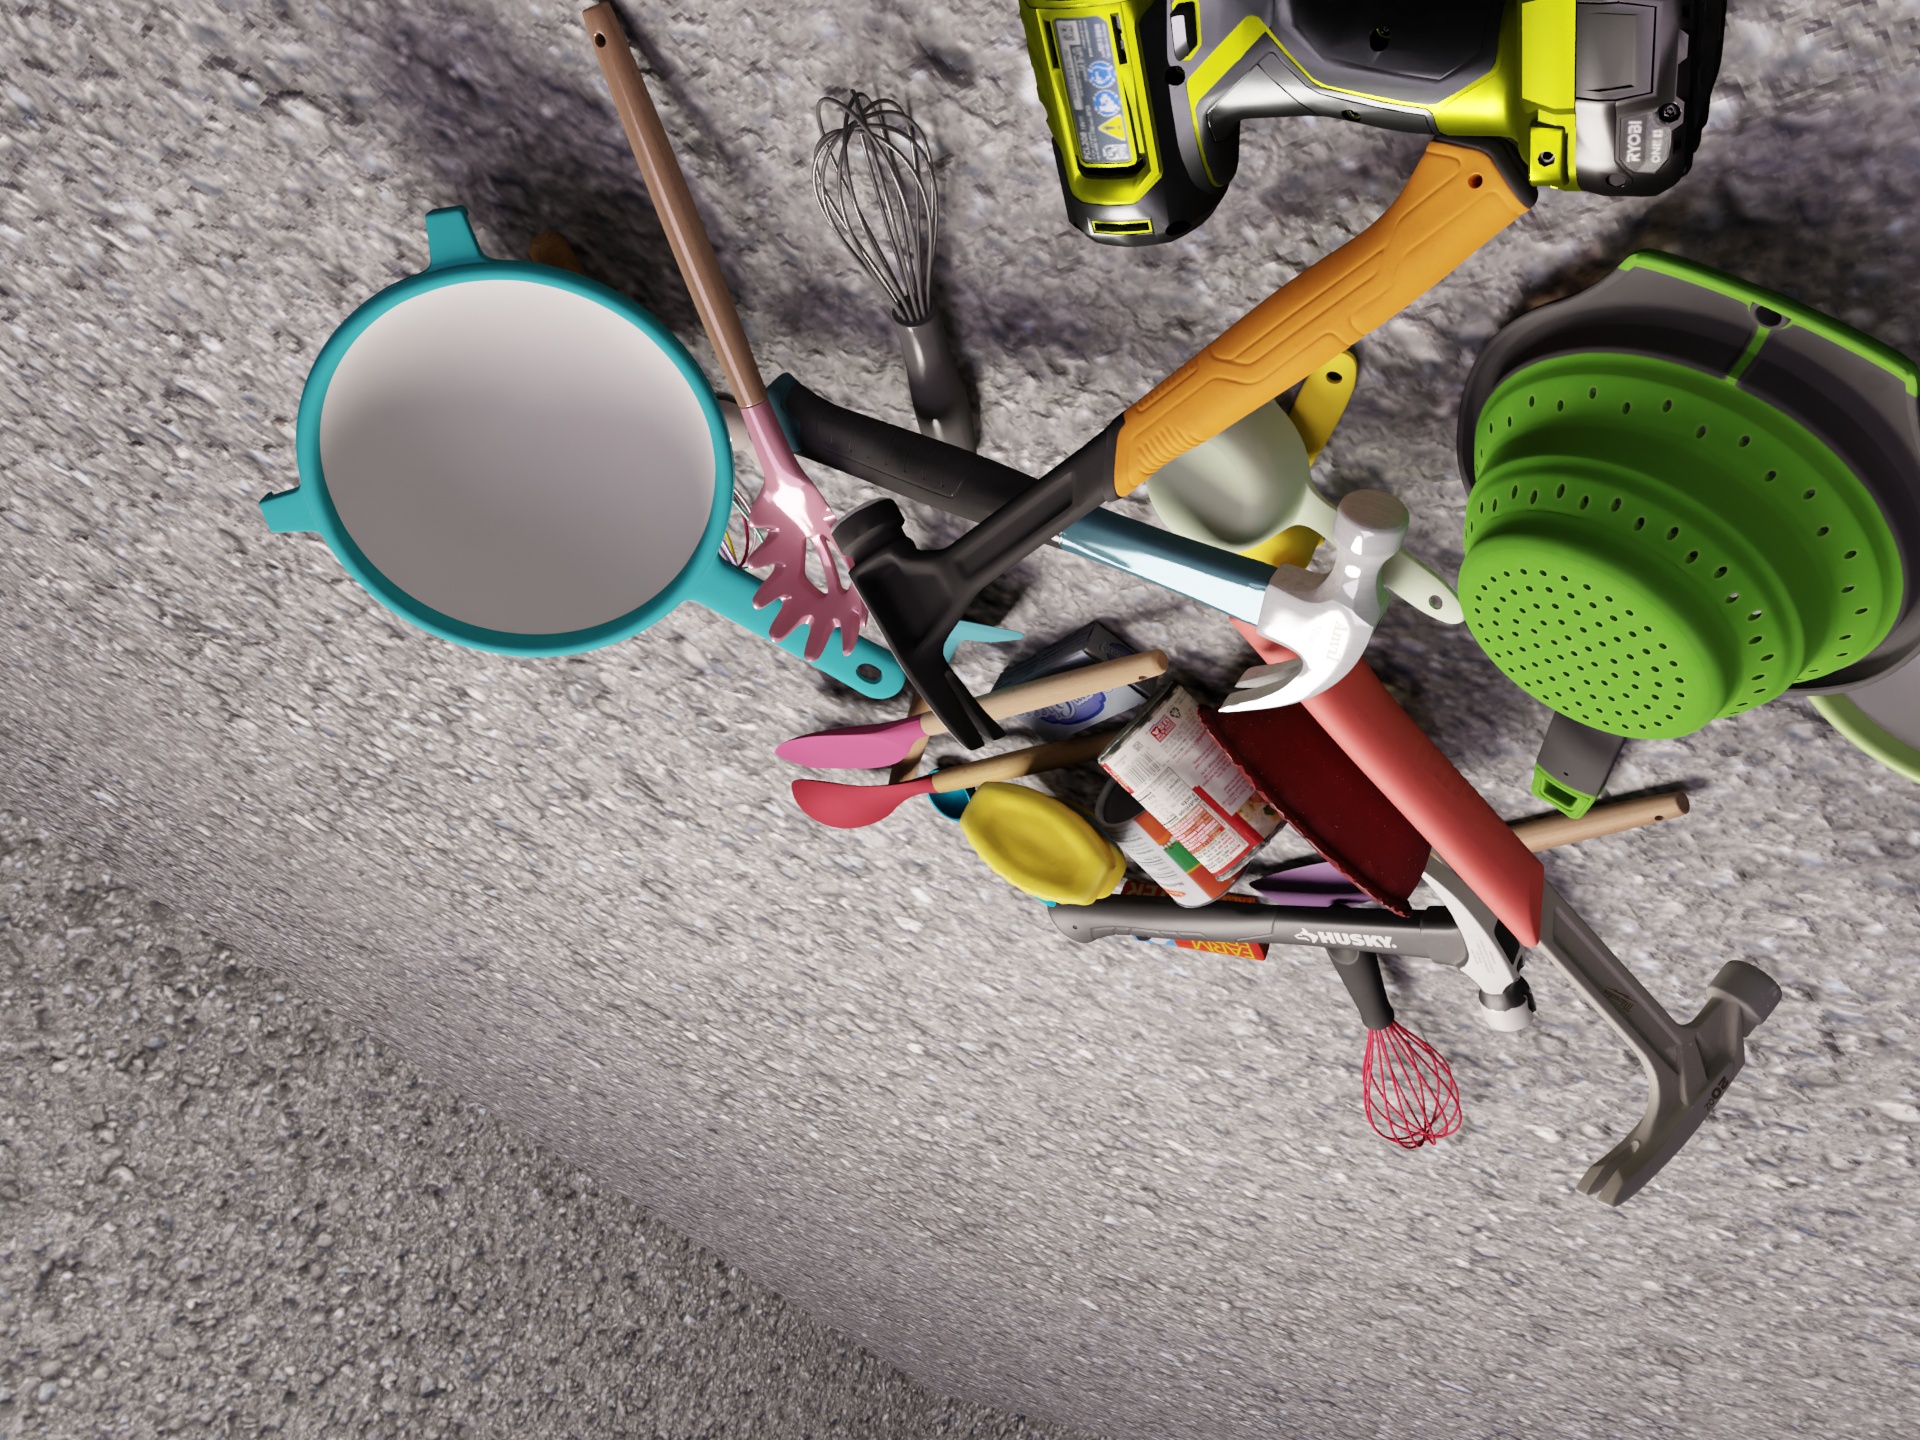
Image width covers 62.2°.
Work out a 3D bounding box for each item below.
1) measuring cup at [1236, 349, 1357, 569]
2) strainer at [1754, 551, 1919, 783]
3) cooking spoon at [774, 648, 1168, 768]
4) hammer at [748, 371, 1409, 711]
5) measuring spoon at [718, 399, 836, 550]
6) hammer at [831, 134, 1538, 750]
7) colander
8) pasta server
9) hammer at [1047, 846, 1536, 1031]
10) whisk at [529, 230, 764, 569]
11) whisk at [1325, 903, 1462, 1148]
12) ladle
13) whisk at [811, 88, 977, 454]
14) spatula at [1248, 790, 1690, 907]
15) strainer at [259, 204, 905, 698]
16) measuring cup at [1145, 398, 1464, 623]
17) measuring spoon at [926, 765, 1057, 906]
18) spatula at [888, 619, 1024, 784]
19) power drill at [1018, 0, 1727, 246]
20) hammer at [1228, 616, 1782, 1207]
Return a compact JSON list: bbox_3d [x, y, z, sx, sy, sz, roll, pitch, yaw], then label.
[{"bbox_3d":[0.154,-0.114,0.751,0.062,0.029,0.156,22,151,5],"label":"measuring cup"},{"bbox_3d":[0.459,-0.002,0.628,0.256,0.069,0.151,38,163,10],"label":"strainer"},{"bbox_3d":[-0.002,-0.003,0.985,0.319,0.017,0.068,-14,152,43],"label":"cooking spoon"},{"bbox_3d":[0.040,-0.099,0.753,0.331,0.033,0.128,23,138,20],"label":"hammer"},{"bbox_3d":[-0.107,-0.135,0.916,0.034,0.018,0.124,-6,139,41],"label":"measuring spoon"},{"bbox_3d":[0.089,-0.117,0.663,0.337,0.034,0.127,-34,82,32],"label":"hammer"},{"bbox_3d":[0.279,-0.022,0.699,0.205,0.094,0.396,34,163,24],"label":"colander"},{"bbox_3d":[-0.110,-0.173,0.752,0.060,0.040,0.316,-8,119,23],"label":"pasta server"},{"bbox_3d":[0.197,0.130,1.052,0.335,0.035,0.146,-2,128,40],"label":"hammer"},{"bbox_3d":[-0.173,-0.165,0.895,0.051,0.047,0.244,7,142,30],"label":"whisk"},{"bbox_3d":[0.305,0.223,1.143,0.073,0.073,0.295,2,139,33],"label":"whisk"},{"bbox_3d":[0.006,0.036,1.067,0.315,0.031,0.069,-14,148,36],"label":"ladle"},{"bbox_3d":[-0.024,-0.192,0.745,0.055,0.055,0.238,13,152,19],"label":"whisk"},{"bbox_3d":[0.299,0.083,0.969,0.059,0.018,0.316,29,152,-23],"label":"spatula"},{"bbox_3d":[-0.173,-0.116,0.849,0.340,0.095,0.211,30,114,-25],"label":"strainer"},{"bbox_3d":[0.152,-0.087,0.720,0.168,0.038,0.083,40,141,25],"label":"measuring cup"},{"bbox_3d":[0.027,0.079,1.120,0.128,0.021,0.042,46,141,5],"label":"measuring spoon"},{"bbox_3d":[-0.026,-0.003,1.040,0.082,0.044,0.317,10,152,-5],"label":"spatula"},{"bbox_3d":[0.120,-0.251,0.515,0.228,0.080,0.190,10,139,28],"label":"power drill"},{"bbox_3d":[0.258,0.074,0.797,0.359,0.149,0.037,46,170,-10],"label":"hammer"}]
